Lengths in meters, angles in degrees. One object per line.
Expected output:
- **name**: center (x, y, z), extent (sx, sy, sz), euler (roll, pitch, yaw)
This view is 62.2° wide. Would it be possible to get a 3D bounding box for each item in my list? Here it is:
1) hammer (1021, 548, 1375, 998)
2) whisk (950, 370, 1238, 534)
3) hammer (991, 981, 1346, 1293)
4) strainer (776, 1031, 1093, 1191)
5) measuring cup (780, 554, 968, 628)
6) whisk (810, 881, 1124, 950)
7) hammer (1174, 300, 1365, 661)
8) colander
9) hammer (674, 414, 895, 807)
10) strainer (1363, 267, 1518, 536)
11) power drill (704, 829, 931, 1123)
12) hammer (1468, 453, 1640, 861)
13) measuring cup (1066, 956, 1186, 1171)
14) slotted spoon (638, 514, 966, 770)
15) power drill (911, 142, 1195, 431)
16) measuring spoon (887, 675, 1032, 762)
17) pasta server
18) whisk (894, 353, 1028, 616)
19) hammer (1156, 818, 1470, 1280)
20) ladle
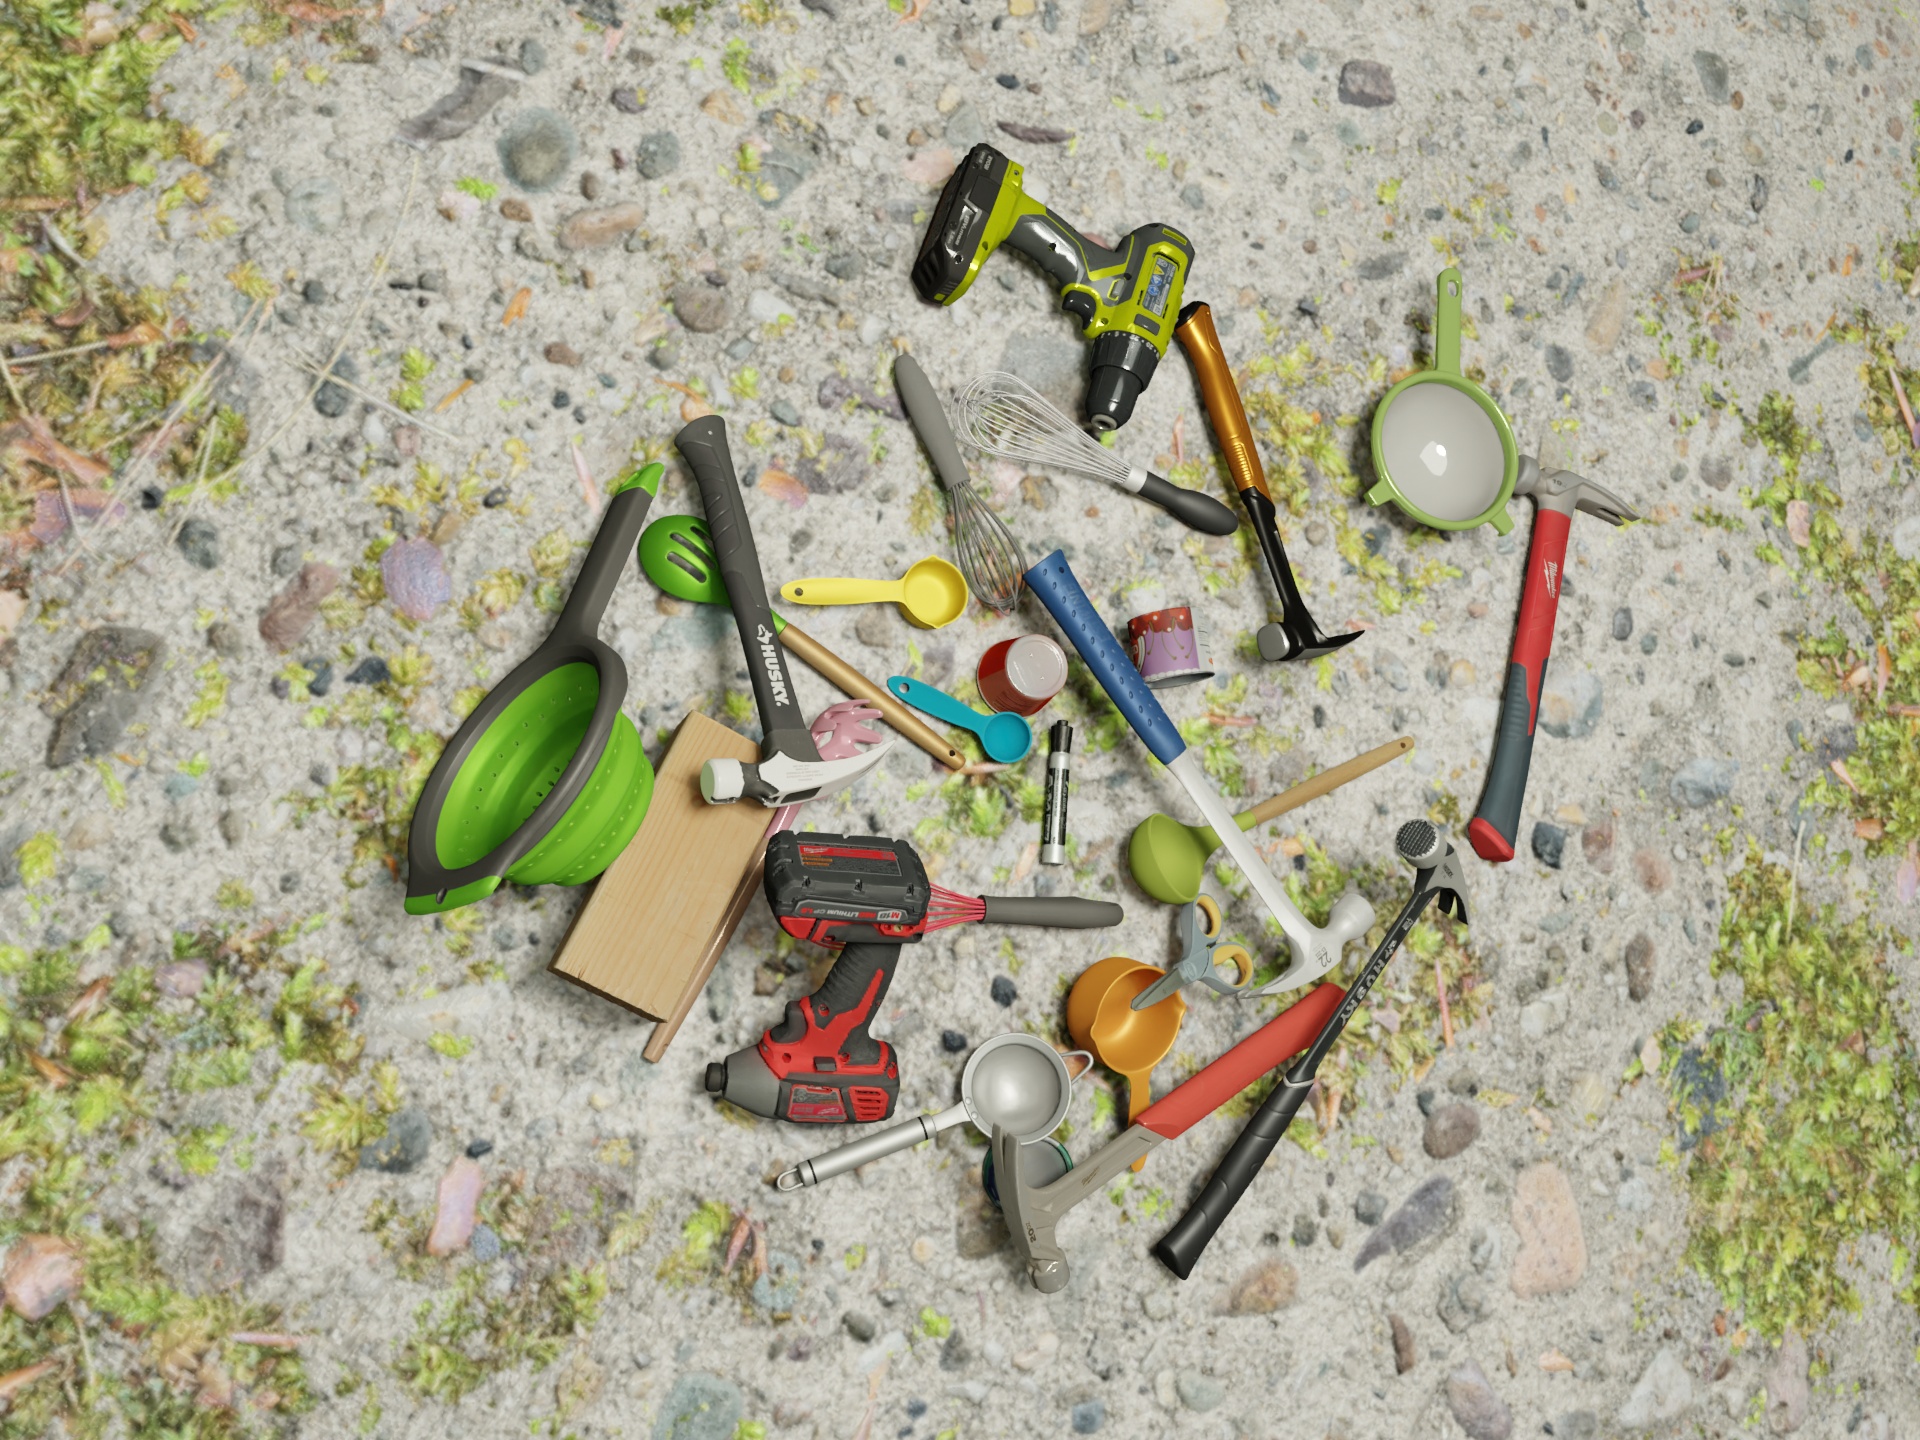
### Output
- **hammer**: center (0.177, 0.041, 1.283), extent (0.144, 0.035, 0.405), euler (-36, 92, -31)
- **whisk**: center (0.121, -0.222, 1.362), extent (0.284, 0.070, 0.070), euler (22, 74, -19)
- **hammer**: center (0.178, 0.298, 1.262), extent (0.359, 0.037, 0.149), euler (-27, 116, -29)
- **strainer**: center (-0.019, 0.308, 1.223), extent (0.258, 0.050, 0.087), euler (-18, 69, -15)
- **measuring cup**: center (-0.071, -0.101, 1.284), extent (0.156, 0.029, 0.062), euler (-1, 80, -19)
- **whisk**: center (-0.002, 0.147, 1.249), extent (0.295, 0.073, 0.073), euler (5, 79, -24)
- **hammer**: center (0.261, -0.214, 1.406), extent (0.127, 0.034, 0.337), euler (-7, 76, -45)
- **colander**: center (-0.265, -0.018, 1.156), extent (0.094, 0.204, 0.397), euler (41, 49, -35)
- **hammer**: center (-0.154, -0.091, 1.198), extent (0.146, 0.035, 0.335), euler (-2, 62, -31)
- **strainer**: center (0.436, -0.291, 1.476), extent (0.151, 0.069, 0.256), euler (9, 77, -15)
- **power drill**: center (-0.103, 0.195, 1.151), extent (0.143, 0.079, 0.219), euler (5, 113, -15)
- **hammer**: center (0.545, -0.051, 1.487), extent (0.143, 0.038, 0.386), euler (20, 74, -17)
- **measuring cup**: center (0.129, 0.274, 1.279), extent (0.095, 0.052, 0.173), euler (-8, 103, -31)
- **slotted spoon**: center (-0.119, -0.058, 1.262), extent (0.313, 0.031, 0.070), euler (38, 66, -11)
- **power drill**: center (0.081, -0.370, 1.363), extent (0.228, 0.080, 0.191), euler (24, 73, -17)
- **measuring spoon**: center (-0.002, -0.004, 1.301), extent (0.128, 0.021, 0.042), euler (26, 80, -4)
- **pasta server**: center (-0.152, 0.118, 1.211), extent (0.316, 0.040, 0.060), euler (-62, 145, -16)
- **whisk**: center (-0.004, -0.196, 1.318), extent (0.055, 0.055, 0.239), euler (-21, 83, -21)
- **hammer**: center (0.285, 0.274, 1.286), extent (0.409, 0.036, 0.149), euler (-55, 139, -4)
- **ladle**: center (0.275, 0.072, 1.361), extent (0.320, 0.062, 0.078), euler (-22, 85, -24)
